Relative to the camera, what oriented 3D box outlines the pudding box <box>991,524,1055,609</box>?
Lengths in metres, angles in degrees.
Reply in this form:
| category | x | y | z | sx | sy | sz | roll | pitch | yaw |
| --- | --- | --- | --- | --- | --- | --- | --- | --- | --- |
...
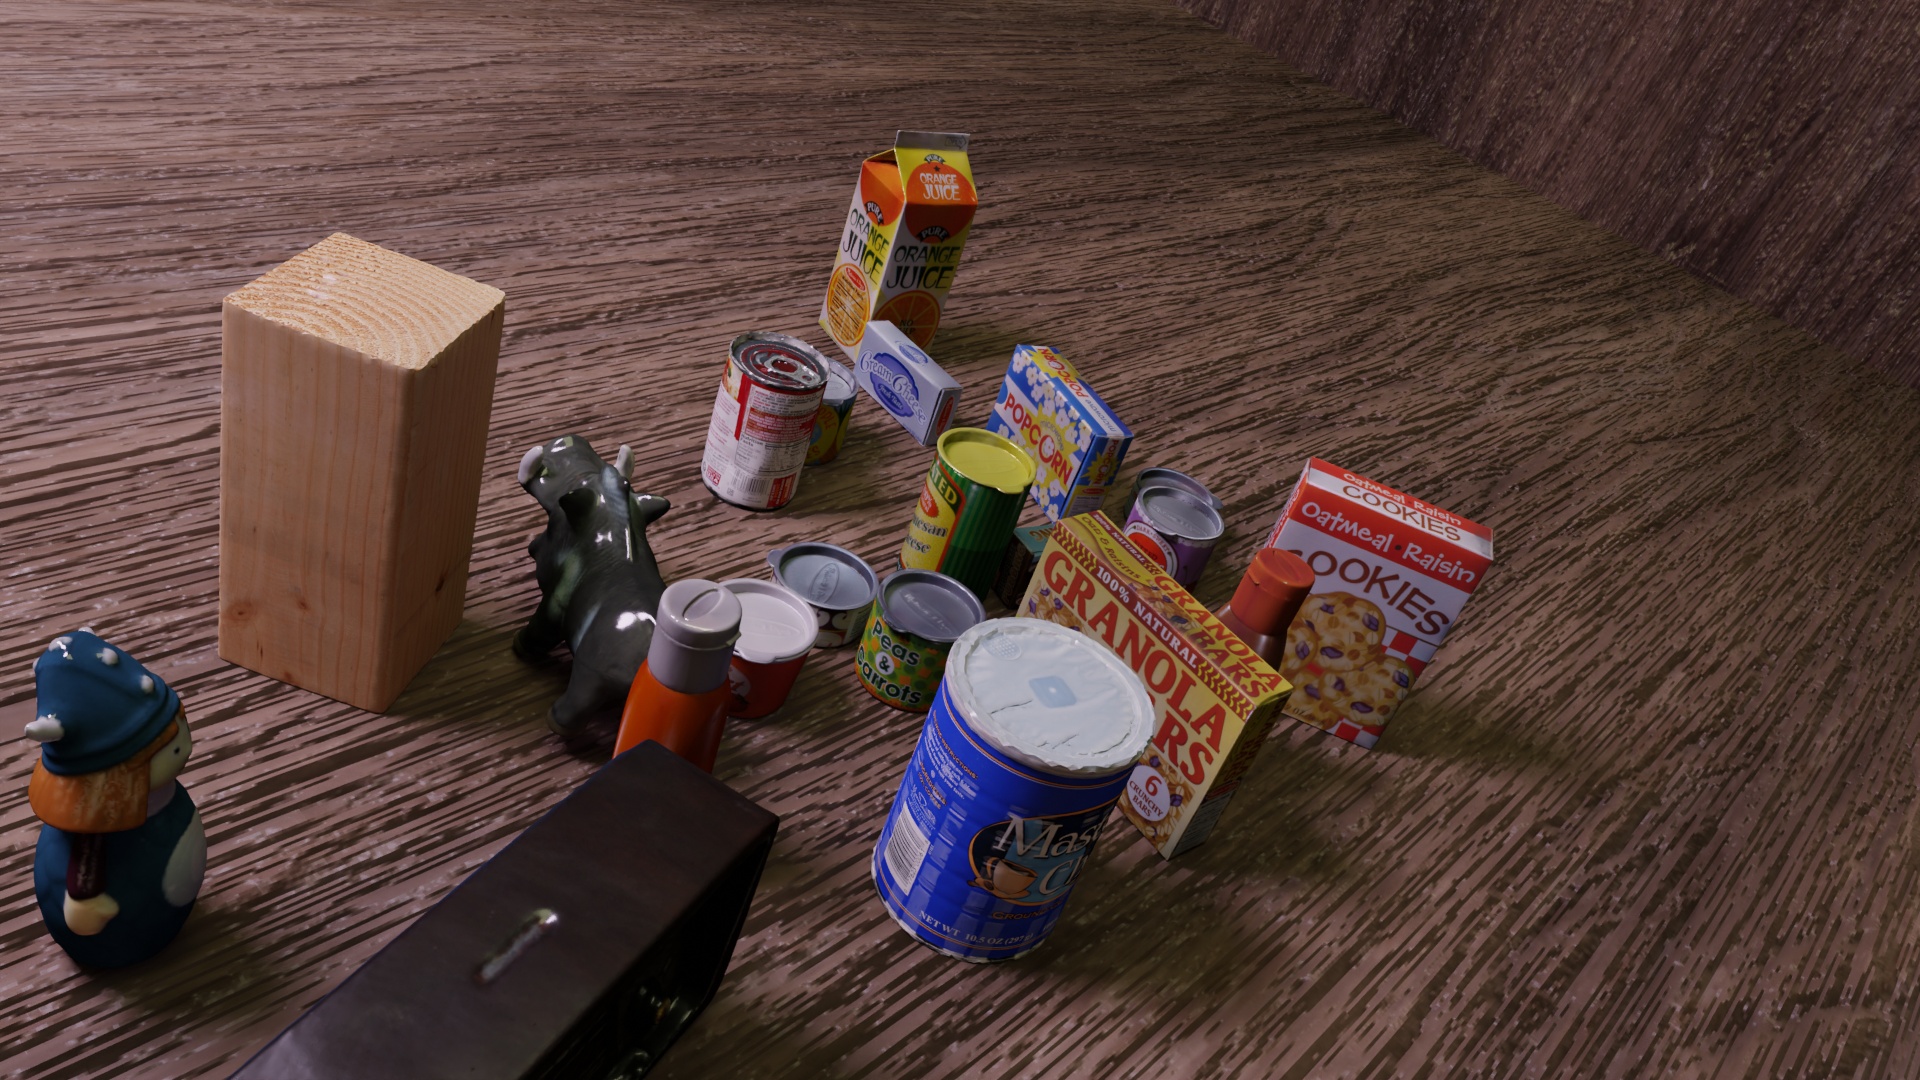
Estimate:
| category | x | y | z | sx | sy | sz | roll | pitch | yaw |
| --- | --- | --- | --- | --- | --- | --- | --- | --- | --- |
| pudding box | 0.066 | 0.015 | 0.949 | 0.084 | 0.049 | 0.030 | -7 | 42 | -36 |

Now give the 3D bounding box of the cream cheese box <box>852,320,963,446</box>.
| category | x | y | z | sx | sy | sz | roll | pitch | yaw |
| --- | --- | --- | --- | --- | --- | --- | --- | --- | --- |
| cream cheese box | -0.043 | -0.124 | 1.088 | 0.024 | 0.053 | 0.104 | -12 | 45 | -40 |

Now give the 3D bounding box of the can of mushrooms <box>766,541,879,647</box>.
| category | x | y | z | sx | sy | sz | roll | pitch | yaw |
| --- | --- | --- | --- | --- | --- | --- | --- | --- | --- |
| can of mushrooms | -0.088 | 0.032 | 0.855 | 0.071 | 0.033 | 0.071 | 14 | 33 | -10 |

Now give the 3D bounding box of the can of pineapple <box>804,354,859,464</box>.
| category | x | y | z | sx | sy | sz | roll | pitch | yaw |
| --- | --- | --- | --- | --- | --- | --- | --- | --- | --- |
| can of pineapple | -0.112 | -0.095 | 1.004 | 0.071 | 0.057 | 0.071 | 14 | 33 | -10 |

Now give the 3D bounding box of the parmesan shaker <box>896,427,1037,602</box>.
| category | x | y | z | sx | sy | sz | roll | pitch | yaw |
| --- | --- | --- | --- | --- | --- | --- | --- | --- | --- |
| parmesan shaker | 0.003 | -0.011 | 0.904 | 0.071 | 0.102 | 0.072 | 14 | 33 | -10 |

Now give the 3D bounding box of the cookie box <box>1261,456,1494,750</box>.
| category | x | y | z | sx | sy | sz | roll | pitch | yaw |
| --- | --- | --- | --- | --- | --- | --- | --- | --- | --- |
| cookie box | 0.247 | 0.042 | 0.900 | 0.123 | 0.166 | 0.040 | 23 | 33 | 4 |

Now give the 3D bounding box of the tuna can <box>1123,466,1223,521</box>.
| category | x | y | z | sx | sy | sz | roll | pitch | yaw |
| --- | --- | --- | --- | --- | --- | --- | --- | --- | --- |
| tuna can | 0.164 | -0.025 | 1.075 | 0.071 | 0.032 | 0.071 | 14 | 33 | -10 |

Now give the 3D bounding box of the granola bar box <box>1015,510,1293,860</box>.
| category | x | y | z | sx | sy | sz | roll | pitch | yaw |
| --- | --- | --- | --- | --- | --- | --- | --- | --- | --- |
| granola bar box | 0.100 | 0.081 | 0.804 | 0.039 | 0.123 | 0.166 | -11 | 44 | -40 |

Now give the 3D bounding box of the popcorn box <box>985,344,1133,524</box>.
| category | x | y | z | sx | sy | sz | roll | pitch | yaw |
| --- | --- | --- | --- | --- | --- | --- | --- | --- | --- |
| popcorn box | 0.073 | -0.081 | 1.059 | 0.038 | 0.084 | 0.127 | -2 | 39 | -31 |

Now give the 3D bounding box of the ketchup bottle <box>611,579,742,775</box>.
| category | x | y | z | sx | sy | sz | roll | pitch | yaw |
| --- | --- | --- | --- | --- | --- | --- | --- | --- | --- |
| ketchup bottle | -0.134 | 0.086 | 0.647 | 0.043 | 0.148 | 0.065 | 27 | 33 | 9 |

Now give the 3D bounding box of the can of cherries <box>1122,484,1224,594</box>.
| category | x | y | z | sx | sy | sz | roll | pitch | yaw |
| --- | --- | --- | --- | --- | --- | --- | --- | --- | --- |
| can of cherries | 0.147 | 0.002 | 1.004 | 0.071 | 0.058 | 0.072 | 14 | 33 | -10 |

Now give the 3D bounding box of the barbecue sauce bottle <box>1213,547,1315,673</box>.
| category | x | y | z | sx | sy | sz | roll | pitch | yaw |
| --- | --- | --- | --- | --- | --- | --- | --- | --- | --- |
| barbecue sauce bottle | 0.163 | 0.072 | 0.828 | 0.044 | 0.147 | 0.065 | 4 | 36 | -25 |

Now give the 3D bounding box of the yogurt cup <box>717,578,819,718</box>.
| category | x | y | z | sx | sy | sz | roll | pitch | yaw |
| --- | --- | --- | --- | --- | --- | --- | --- | --- | --- |
| yogurt cup | -0.118 | 0.062 | 0.777 | 0.072 | 0.053 | 0.073 | 14 | 33 | -10 |

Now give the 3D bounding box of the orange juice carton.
| category | x | y | z | sx | sy | sz | roll | pitch | yaw |
| --- | --- | --- | --- | --- | --- | --- | --- | --- | --- |
| orange juice carton | -0.048 | -0.242 | 1.129 | 0.072 | 0.191 | 0.073 | -7 | 42 | -36 |

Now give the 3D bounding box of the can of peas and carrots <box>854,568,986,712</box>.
| category | x | y | z | sx | sy | sz | roll | pitch | yaw |
| --- | --- | --- | --- | --- | --- | --- | --- | --- | --- |
| can of peas and carrots | -0.026 | 0.060 | 0.825 | 0.071 | 0.058 | 0.071 | 14 | 33 | -10 |
